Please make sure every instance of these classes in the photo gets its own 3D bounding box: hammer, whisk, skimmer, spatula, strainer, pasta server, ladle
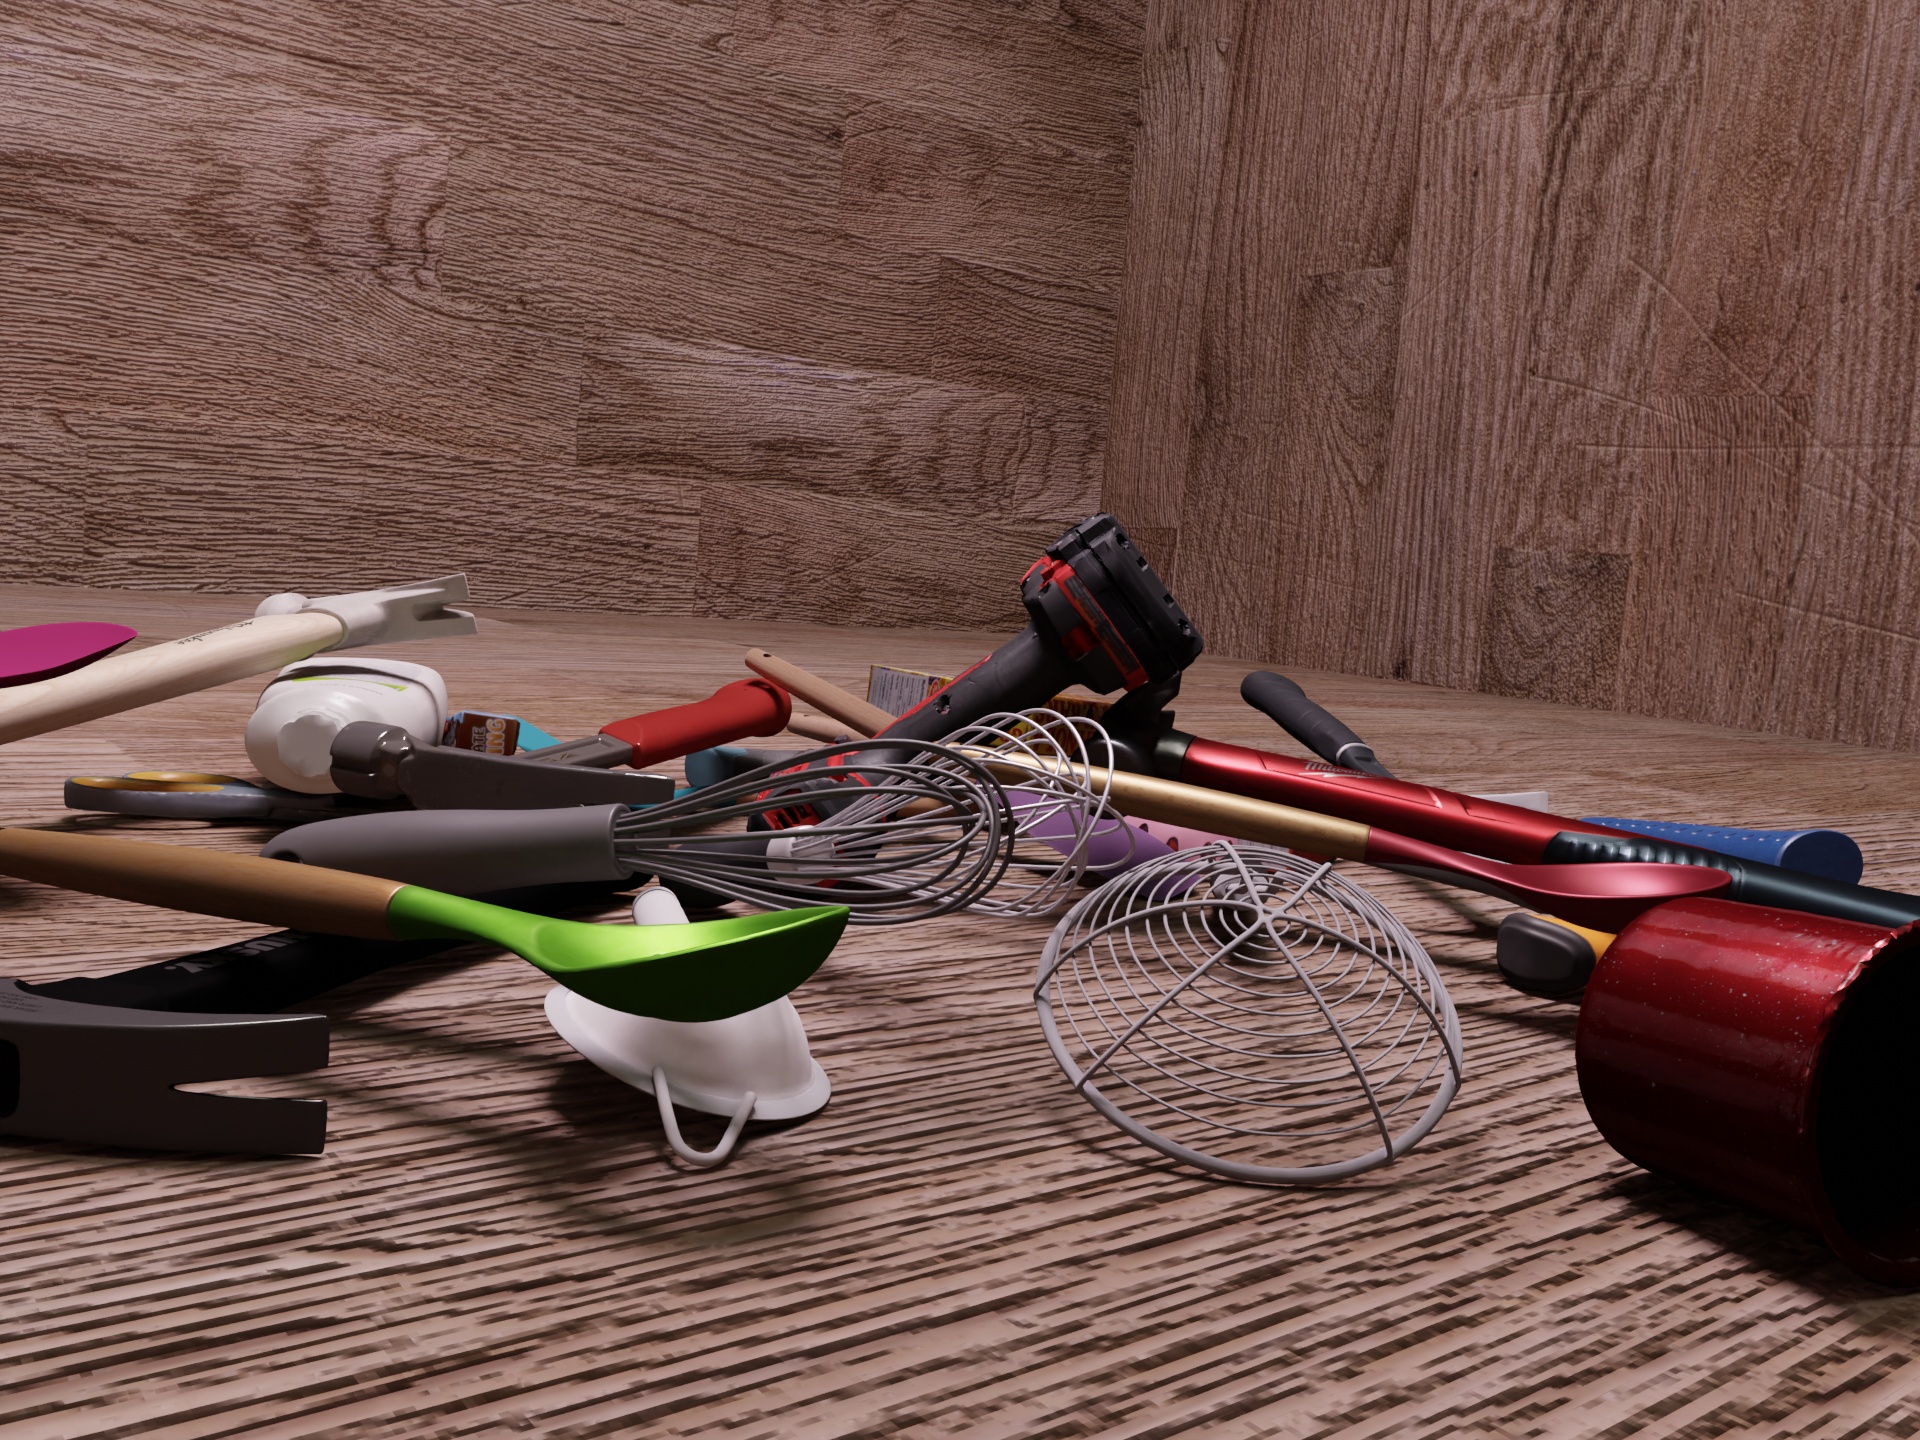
[{"bbox_3d":[-0.013,0.035,1.042,0.331,0.033,0.128,3,7,-22],"label":"hammer"},{"bbox_3d":[0.355,0.062,0.901,0.144,0.035,0.405,5,0,-9],"label":"hammer"},{"bbox_3d":[0.250,0.047,0.704,0.386,0.038,0.143,13,20,18],"label":"hammer"},{"bbox_3d":[0.389,0.104,0.724,0.336,0.034,0.127,3,7,-17],"label":"hammer"},{"bbox_3d":[-0.102,0.039,0.478,0.239,0.055,0.055,-4,4,11],"label":"whisk"},{"bbox_3d":[-0.188,0.072,0.537,0.146,0.035,0.334,6,6,15],"label":"hammer"},{"bbox_3d":[-0.398,-0.007,0.691,0.146,0.038,0.410,-4,13,28],"label":"hammer"},{"bbox_3d":[0.236,0.028,0.949,0.149,0.036,0.409,15,12,-10],"label":"hammer"},{"bbox_3d":[-0.042,0.048,0.584,0.070,0.070,0.284,1,-10,-37],"label":"whisk"},{"bbox_3d":[0.104,0.094,0.605,0.127,0.090,0.363,10,-4,8],"label":"skimmer"},{"bbox_3d":[-0.148,0.011,0.803,0.149,0.036,0.359,9,7,12],"label":"hammer"},{"bbox_3d":[-0.104,0.034,0.924,0.317,0.044,0.082,4,9,-20],"label":"spatula"},{"bbox_3d":[-0.093,0.080,0.526,0.086,0.050,0.258,20,-1,-16],"label":"strainer"},{"bbox_3d":[-0.005,0.023,0.879,0.316,0.018,0.060,27,29,31],"label":"spatula"},{"bbox_3d":[0.020,0.037,0.930,0.316,0.040,0.060,13,9,33],"label":"pasta server"},{"bbox_3d":[0.137,0.043,0.637,0.315,0.031,0.069,11,7,15],"label":"ladle"}]

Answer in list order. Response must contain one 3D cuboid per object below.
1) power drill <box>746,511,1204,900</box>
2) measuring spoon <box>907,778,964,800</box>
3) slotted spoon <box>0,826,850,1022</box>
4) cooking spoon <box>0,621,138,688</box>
[{"bbox_3d":[-0.001,-0.002,0.753,0.219,0.078,0.143,-36,4,2],"label":"power drill"},{"bbox_3d":[-0.022,0.045,0.882,0.128,0.021,0.042,-13,35,-23],"label":"measuring spoon"},{"bbox_3d":[-0.174,0.051,0.448,0.314,0.031,0.070,4,5,24],"label":"slotted spoon"},{"bbox_3d":[-0.457,-0.018,0.659,0.319,0.017,0.069,-2,21,27],"label":"cooking spoon"}]
